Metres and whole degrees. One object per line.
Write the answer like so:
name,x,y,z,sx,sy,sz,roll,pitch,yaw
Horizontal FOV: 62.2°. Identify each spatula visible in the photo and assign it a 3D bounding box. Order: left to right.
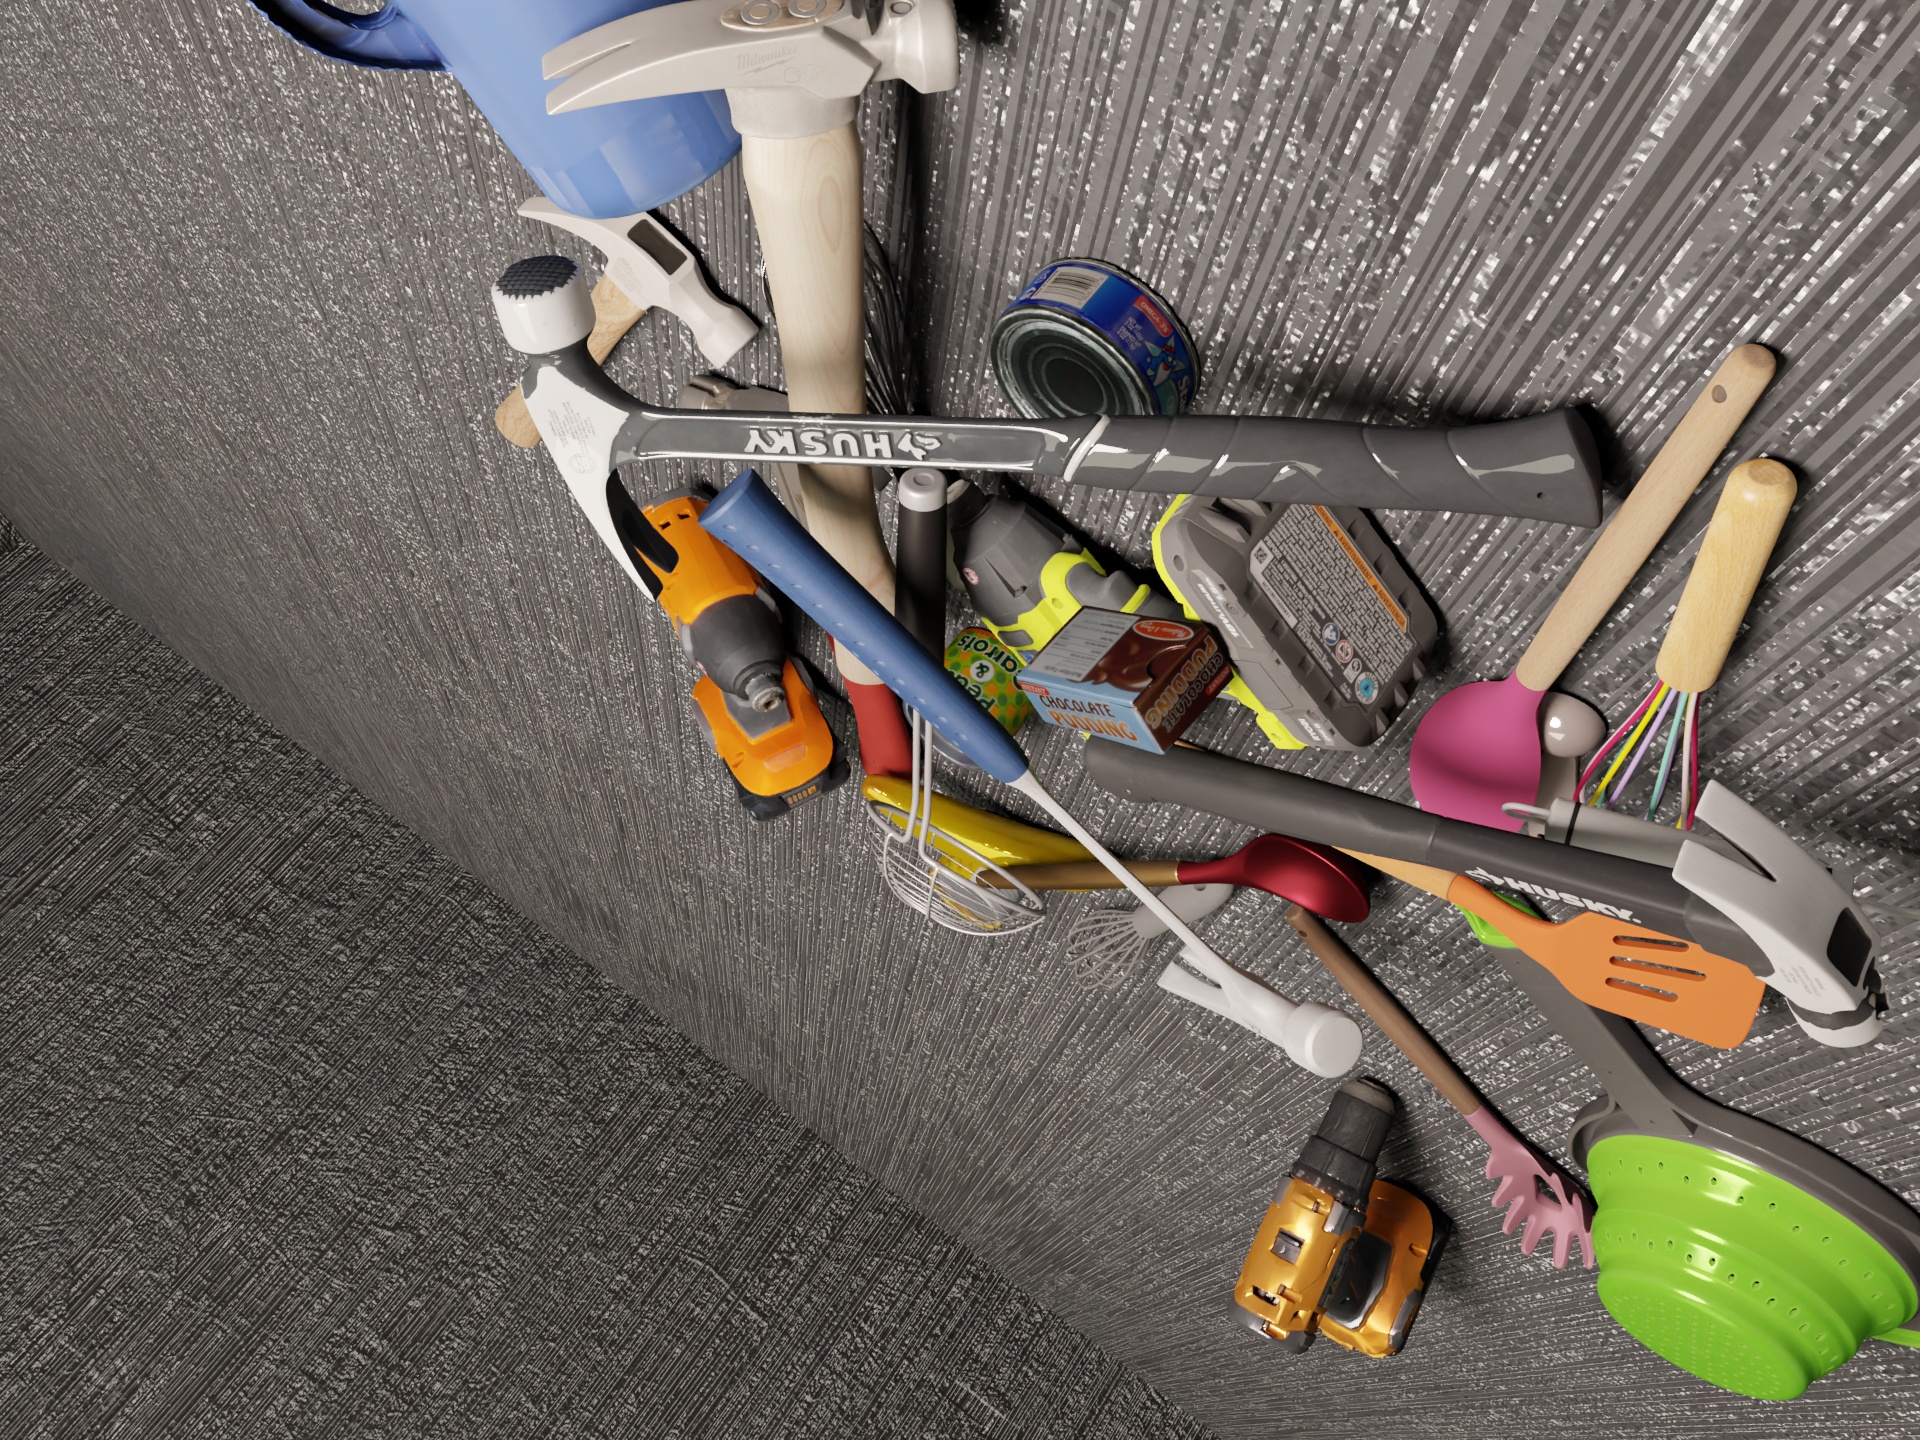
spatula,0.232,0.069,0.796,0.323,0.041,0.081,28,136,41

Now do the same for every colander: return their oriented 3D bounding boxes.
colander,0.369,0.248,0.853,0.396,0.094,0.204,47,155,-18

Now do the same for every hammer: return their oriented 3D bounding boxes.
hammer,-0.229,-0.222,0.946,0.130,0.031,0.331,45,156,-16
hammer,-0.068,-0.136,0.719,0.410,0.146,0.038,87,172,-59
hammer,-0.065,-0.060,0.997,0.149,0.037,0.358,26,153,27
hammer,0.031,0.031,0.779,0.405,0.035,0.144,44,169,-19
hammer,0.028,-0.099,0.603,0.409,0.036,0.149,5,136,14
hammer,0.180,0.044,0.642,0.335,0.035,0.146,15,162,46

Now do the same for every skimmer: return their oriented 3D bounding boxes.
skimmer,-0.001,-0.003,0.871,0.127,0.090,0.363,33,145,26

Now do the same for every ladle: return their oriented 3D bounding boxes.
ladle,0.118,0.096,0.976,0.315,0.031,0.069,-7,127,48

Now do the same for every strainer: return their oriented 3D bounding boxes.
strainer,0.332,0.069,0.589,0.258,0.050,0.086,16,170,24

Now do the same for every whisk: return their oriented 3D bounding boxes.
whisk,-0.033,-0.149,0.788,0.246,0.058,0.059,61,-177,-47
whisk,0.125,0.138,1.070,0.055,0.055,0.239,39,153,-1
whisk,0.275,-0.007,0.608,0.047,0.051,0.244,8,144,13

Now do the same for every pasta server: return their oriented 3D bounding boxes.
pasta server,0.301,0.230,0.992,0.316,0.040,0.060,47,143,-16

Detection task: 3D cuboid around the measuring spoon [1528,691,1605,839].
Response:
measuring spoon,0.263,0.031,0.709,0.034,0.018,0.124,24,154,29

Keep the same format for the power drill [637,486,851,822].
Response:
power drill,-0.138,-0.026,1.043,0.164,0.084,0.226,58,170,32

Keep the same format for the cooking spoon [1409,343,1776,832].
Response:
cooking spoon,0.233,-0.031,0.622,0.069,0.017,0.318,60,162,25

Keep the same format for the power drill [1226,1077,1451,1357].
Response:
power drill,0.281,0.360,1.138,0.084,0.185,0.226,20,169,37

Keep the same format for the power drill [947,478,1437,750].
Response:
power drill,0.091,-0.054,0.738,0.171,0.080,0.223,48,158,-21
